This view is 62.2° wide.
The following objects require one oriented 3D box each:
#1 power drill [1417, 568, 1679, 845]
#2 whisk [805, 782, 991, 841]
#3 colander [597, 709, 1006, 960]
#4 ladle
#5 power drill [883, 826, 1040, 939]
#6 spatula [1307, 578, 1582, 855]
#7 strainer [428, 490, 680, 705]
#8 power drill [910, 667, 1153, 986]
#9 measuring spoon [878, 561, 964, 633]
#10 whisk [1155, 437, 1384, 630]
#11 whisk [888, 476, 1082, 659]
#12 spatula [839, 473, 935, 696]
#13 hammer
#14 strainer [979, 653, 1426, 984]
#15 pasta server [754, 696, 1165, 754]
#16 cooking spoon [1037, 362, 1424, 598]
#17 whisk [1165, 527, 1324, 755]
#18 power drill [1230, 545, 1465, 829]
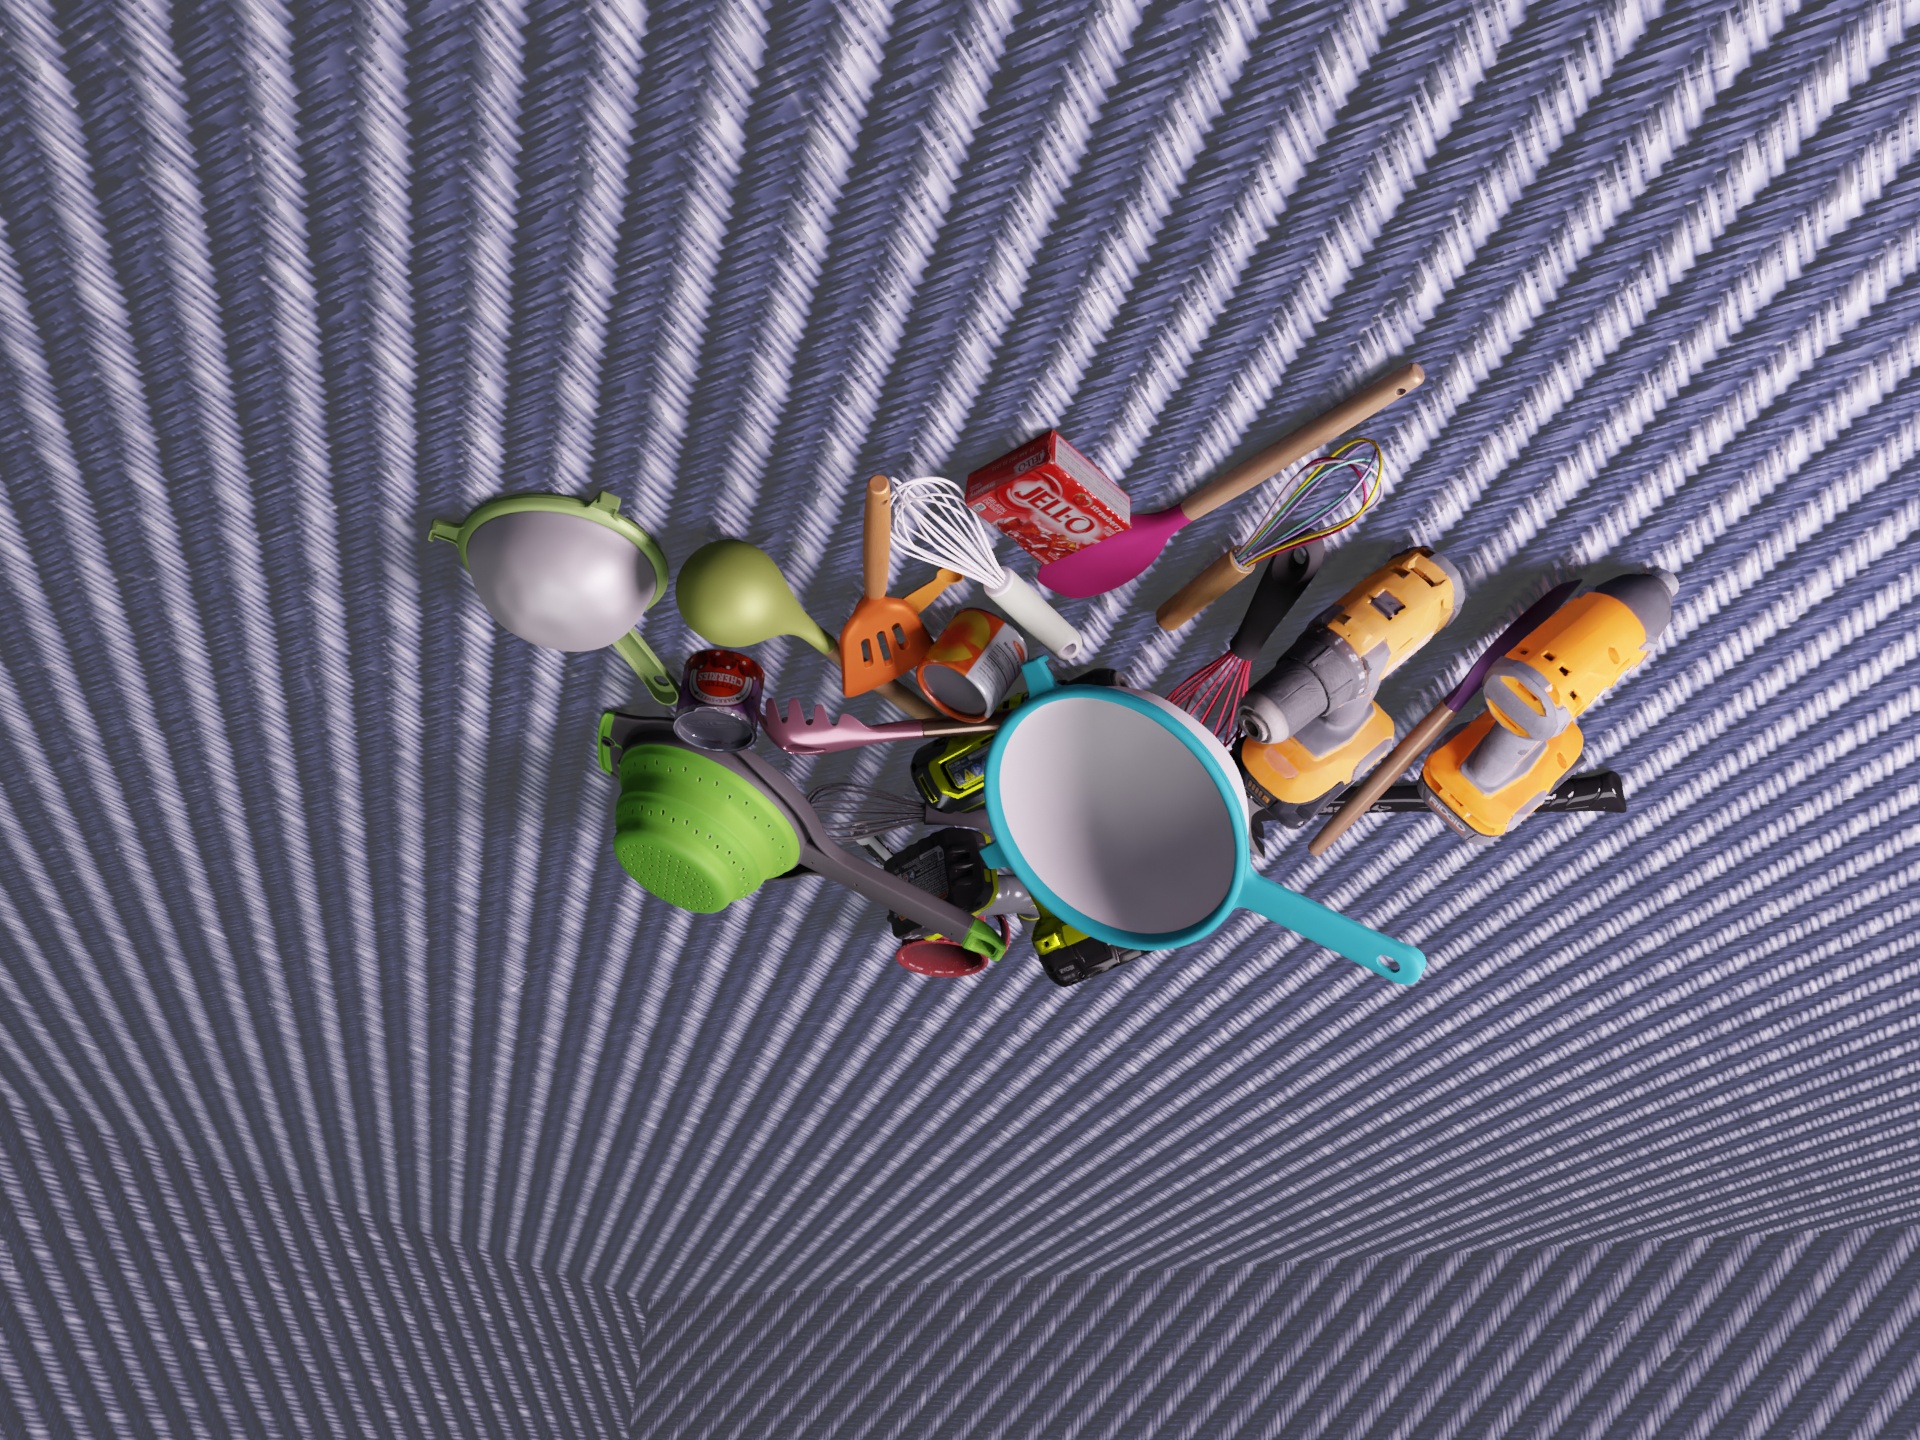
[{"bbox_3d":[0.426,-0.014,1.144,0.164,0.084,0.226,-36,158,-18],"label":"power drill"},{"bbox_3d":[-0.031,0.085,1.434,0.239,0.055,0.055,2,150,-6],"label":"whisk"},{"bbox_3d":[-0.153,0.134,1.348,0.397,0.094,0.204,27,147,3],"label":"colander"},{"bbox_3d":[-0.097,-0.046,1.211,0.062,0.078,0.319,-4,158,31],"label":"ladle"},{"bbox_3d":[0.056,0.152,1.476,0.223,0.080,0.171,6,154,-36],"label":"power drill"},{"bbox_3d":[0.353,0.005,1.197,0.059,0.018,0.315,-14,148,-40],"label":"spatula"},{"bbox_3d":[-0.273,-0.064,1.180,0.151,0.069,0.256,-6,147,16],"label":"strainer"},{"bbox_3d":[0.090,0.081,1.278,0.190,0.080,0.228,-28,95,26],"label":"power drill"},{"bbox_3d":[-0.034,-0.090,1.172,0.021,0.011,0.117,21,149,-27],"label":"measuring spoon"},{"bbox_3d":[0.201,-0.115,1.064,0.051,0.047,0.245,-22,170,-33],"label":"whisk"},{"bbox_3d":[0.022,-0.101,1.113,0.058,0.059,0.246,-40,141,11],"label":"whisk"},{"bbox_3d":[-0.052,-0.088,1.062,0.081,0.041,0.322,-27,169,-10],"label":"spatula"},{"bbox_3d":[0.399,0.070,1.371,0.335,0.035,0.146,-2,148,9],"label":"hammer"},{"bbox_3d":[0.182,0.082,1.141,0.340,0.095,0.210,26,127,20],"label":"strainer"},{"bbox_3d":[-0.002,-0.004,1.220,0.316,0.040,0.060,-5,163,7],"label":"pasta server"},{"bbox_3d":[0.168,-0.149,1.040,0.068,0.017,0.319,24,145,-32],"label":"cooking spoon"},{"bbox_3d":[0.205,-0.042,1.182,0.073,0.073,0.295,9,143,-9],"label":"whisk"},{"bbox_3d":[0.254,-0.007,1.131,0.185,0.084,0.226,-37,159,-21],"label":"power drill"}]
